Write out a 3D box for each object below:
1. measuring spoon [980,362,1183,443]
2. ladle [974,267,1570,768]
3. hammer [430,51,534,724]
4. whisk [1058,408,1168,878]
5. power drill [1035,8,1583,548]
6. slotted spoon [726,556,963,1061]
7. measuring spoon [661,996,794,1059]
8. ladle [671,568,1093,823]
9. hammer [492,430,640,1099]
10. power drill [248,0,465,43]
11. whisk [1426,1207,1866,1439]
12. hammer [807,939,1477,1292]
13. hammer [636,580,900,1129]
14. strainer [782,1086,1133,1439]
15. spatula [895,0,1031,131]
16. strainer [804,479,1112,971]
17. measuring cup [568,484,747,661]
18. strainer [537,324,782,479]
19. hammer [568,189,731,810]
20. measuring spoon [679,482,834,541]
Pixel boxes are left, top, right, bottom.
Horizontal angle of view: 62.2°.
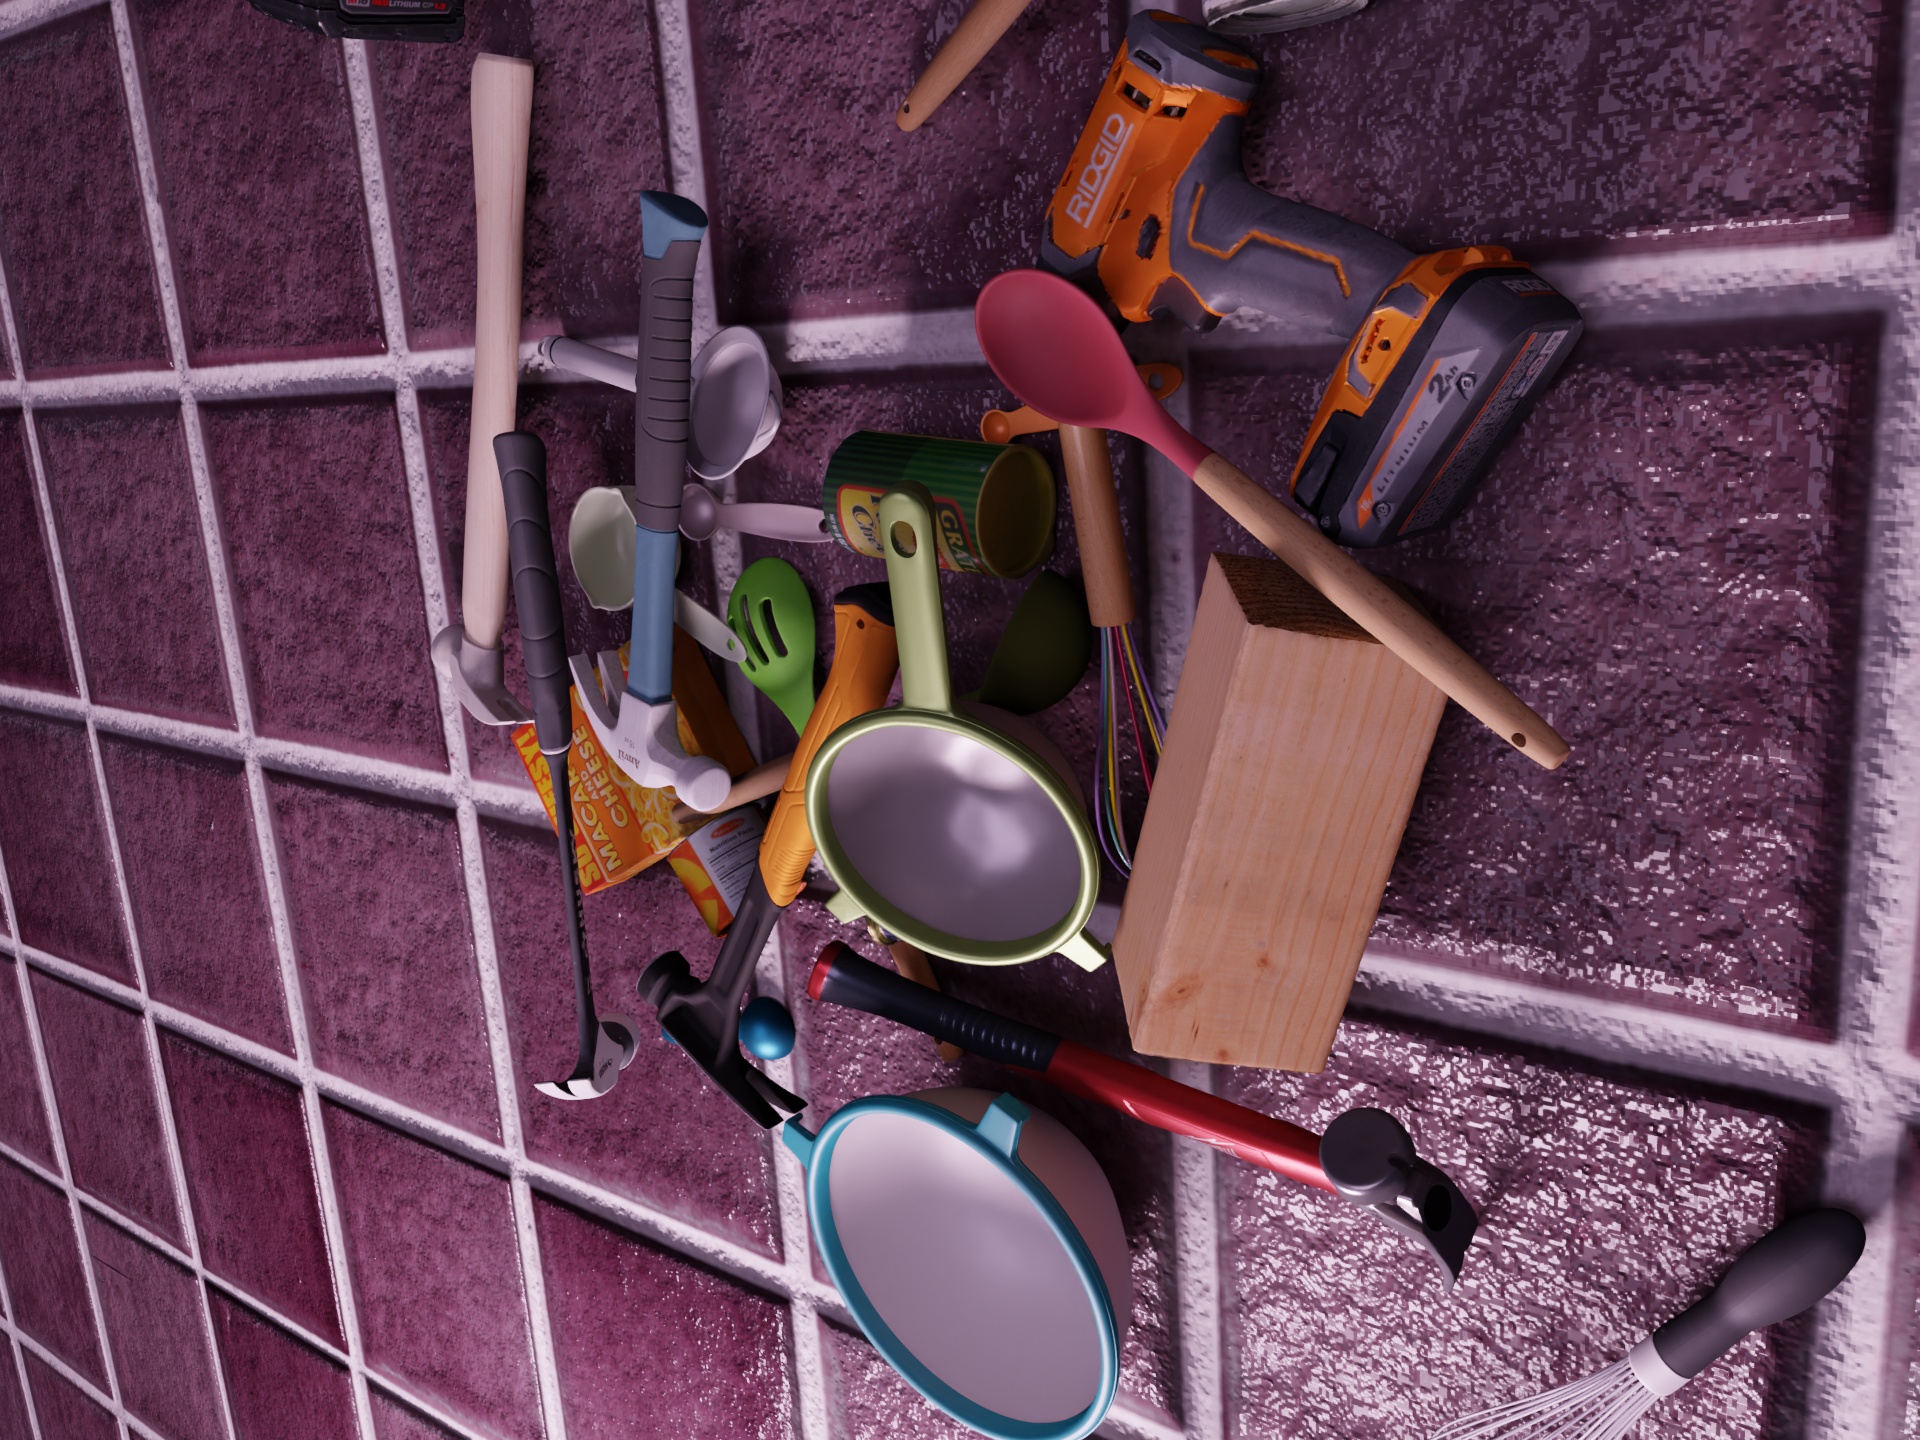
[{"bbox_3d":[0.059,-0.155,0.778,0.117,0.011,0.021,-9,98,37],"label":"measuring spoon"},{"bbox_3d":[0.116,-0.087,0.637,0.316,0.031,0.069,46,147,27],"label":"ladle"},{"bbox_3d":[-0.292,-0.200,1.007,0.146,0.038,0.410,33,121,50],"label":"hammer"},{"bbox_3d":[0.080,-0.027,0.752,0.051,0.047,0.244,-13,108,-4],"label":"whisk"},{"bbox_3d":[0.124,-0.172,0.675,0.227,0.084,0.164,46,129,24],"label":"power drill"},{"bbox_3d":[-0.066,0.053,0.928,0.070,0.031,0.314,-24,89,38],"label":"slotted spoon"},{"bbox_3d":[-0.161,0.208,1.051,0.128,0.021,0.042,-12,95,39],"label":"measuring spoon"},{"bbox_3d":[-0.058,0.000,0.863,0.320,0.078,0.062,-22,110,37],"label":"ladle"},{"bbox_3d":[-0.246,0.031,0.966,0.036,0.149,0.409,-6,95,-1],"label":"hammer"},{"bbox_3d":[-0.349,-0.514,0.912,0.079,0.143,0.219,28,121,27],"label":"power drill"},{"bbox_3d":[0.285,0.300,0.701,0.070,0.070,0.284,45,122,19],"label":"whisk"},{"bbox_3d":[0.070,0.186,0.816,0.386,0.038,0.143,12,154,41],"label":"hammer"},{"bbox_3d":[-0.088,0.072,0.853,0.127,0.034,0.336,41,126,24],"label":"hammer"},{"bbox_3d":[0.048,0.339,0.883,0.211,0.095,0.340,-20,98,45],"label":"strainer"},{"bbox_3d":[0.038,-0.337,0.661,0.317,0.044,0.082,-27,80,59],"label":"spatula"},{"bbox_3d":[-0.001,-0.002,0.746,0.151,0.069,0.256,8,125,22],"label":"strainer"},{"bbox_3d":[-0.173,-0.084,0.960,0.168,0.038,0.083,37,123,28],"label":"measuring cup"},{"bbox_3d":[-0.173,-0.198,0.931,0.259,0.050,0.087,25,101,38],"label":"strainer"},{"bbox_3d":[-0.168,-0.122,0.891,0.128,0.033,0.331,23,115,41],"label":"hammer"},{"bbox_3d":[-0.115,-0.118,0.927,0.124,0.018,0.034,10,108,29],"label":"measuring spoon"}]
